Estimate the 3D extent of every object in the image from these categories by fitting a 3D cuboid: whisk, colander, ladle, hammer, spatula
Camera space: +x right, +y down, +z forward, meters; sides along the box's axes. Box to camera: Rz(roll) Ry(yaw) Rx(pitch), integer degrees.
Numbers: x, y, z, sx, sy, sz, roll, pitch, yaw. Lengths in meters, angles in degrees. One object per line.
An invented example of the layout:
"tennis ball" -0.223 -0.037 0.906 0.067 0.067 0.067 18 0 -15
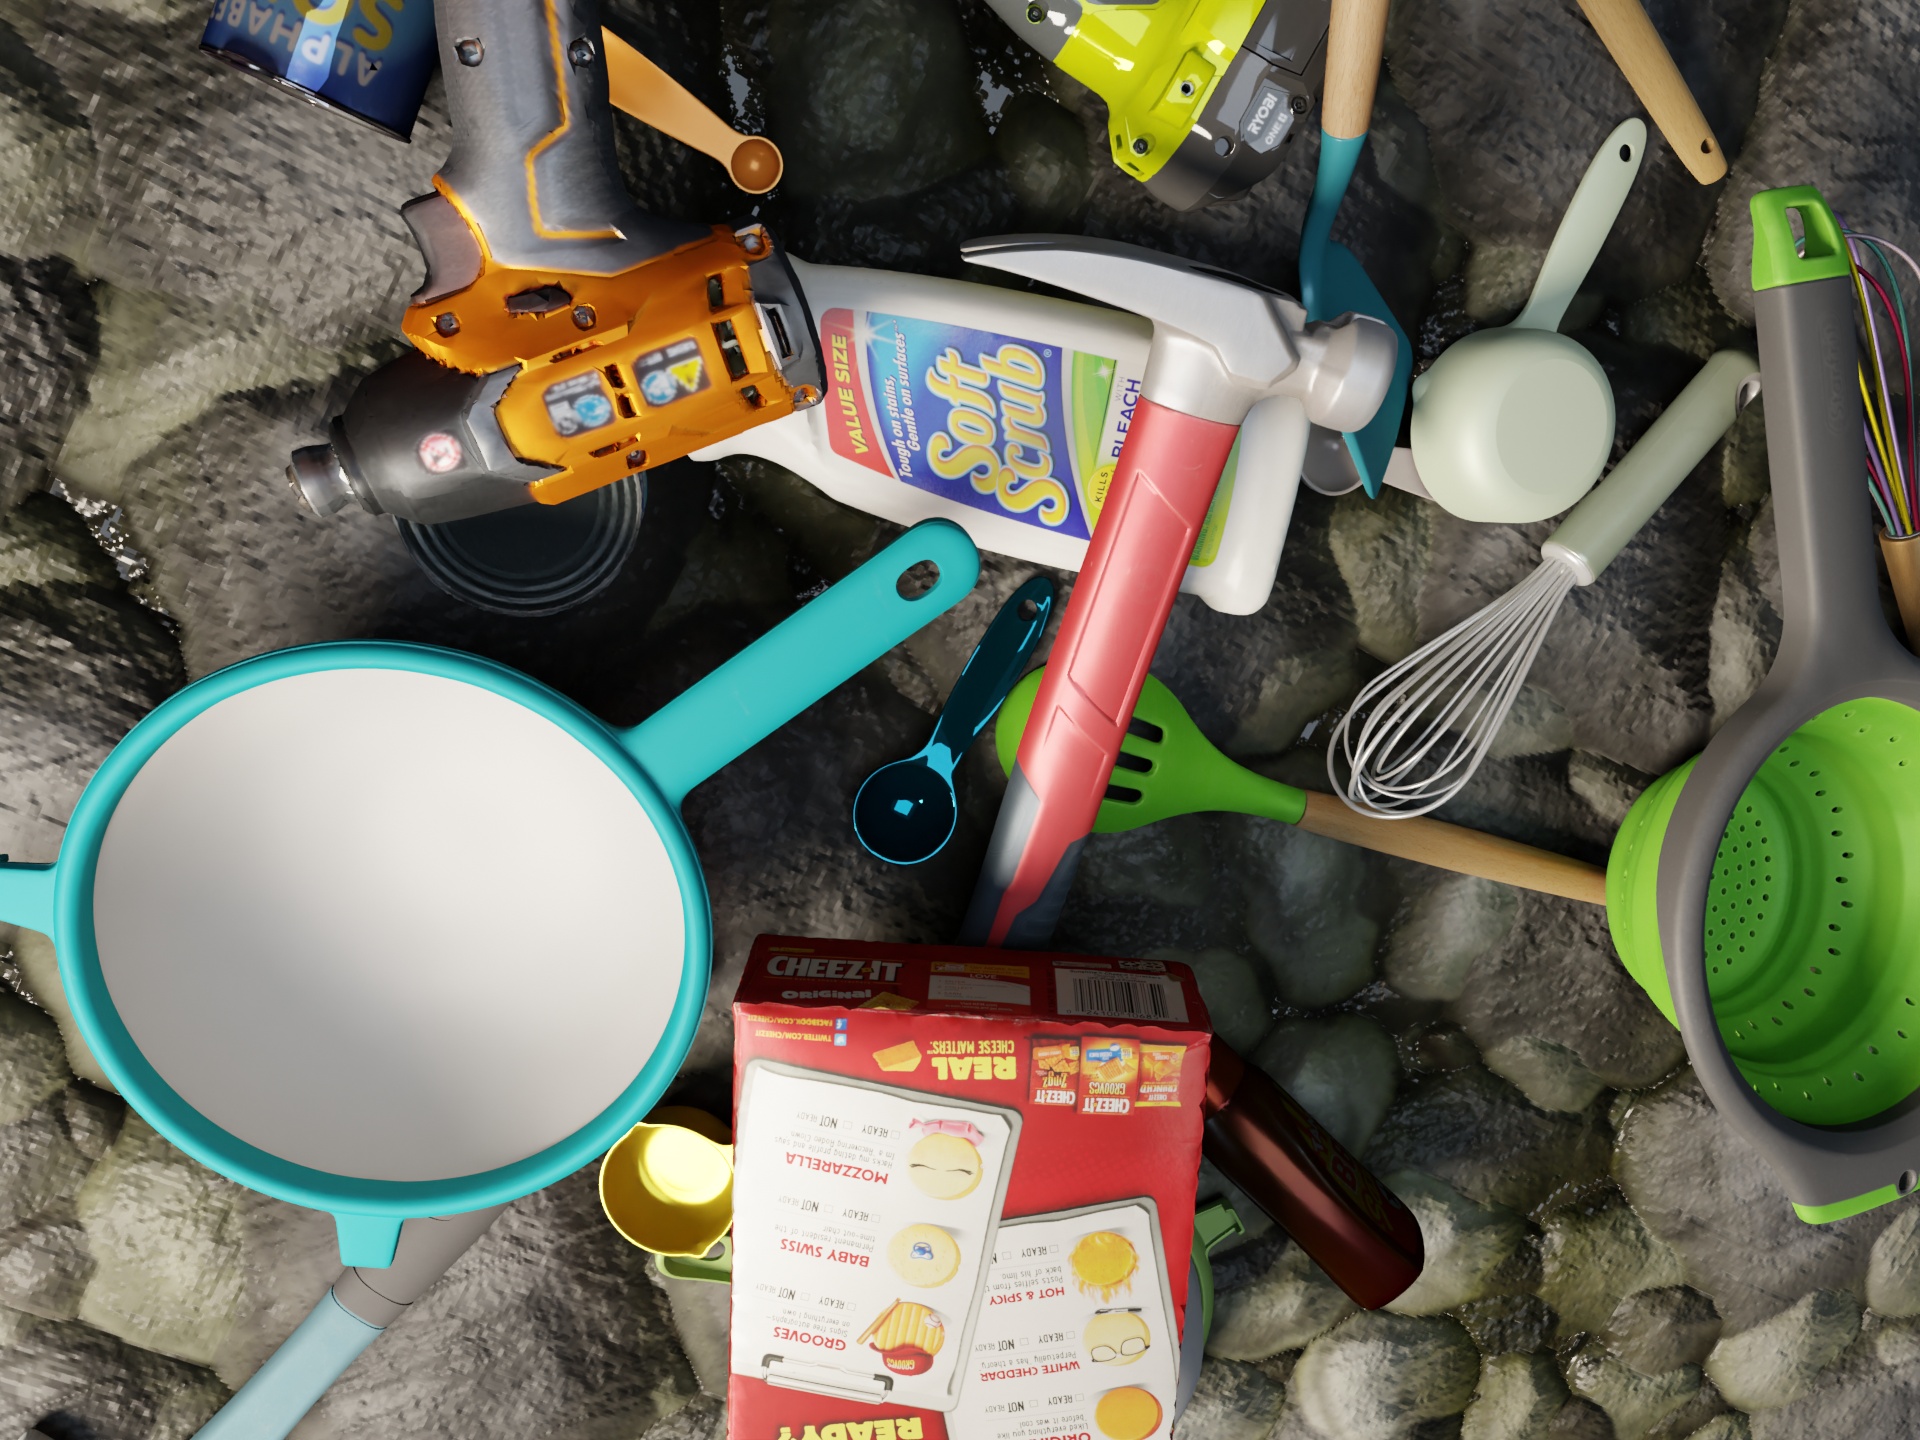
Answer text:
"whisk" 0.388 -0.097 0.660 0.051 0.047 0.244 -30 111 -3
"colander" 0.326 -0.006 0.647 0.204 0.094 0.397 -13 98 -20
"whisk" 0.237 -0.057 0.638 0.246 0.059 0.057 -48 140 -3
"ladle" 0.195 -0.321 0.574 0.069 0.031 0.315 -43 109 2
"hammer" -0.231 0.223 0.636 0.128 0.033 0.331 41 94 -17
"spatula" 0.133 -0.206 0.490 0.044 0.082 0.317 13 147 16
"hammer" 0.020 0.023 0.584 0.143 0.038 0.386 14 115 -7

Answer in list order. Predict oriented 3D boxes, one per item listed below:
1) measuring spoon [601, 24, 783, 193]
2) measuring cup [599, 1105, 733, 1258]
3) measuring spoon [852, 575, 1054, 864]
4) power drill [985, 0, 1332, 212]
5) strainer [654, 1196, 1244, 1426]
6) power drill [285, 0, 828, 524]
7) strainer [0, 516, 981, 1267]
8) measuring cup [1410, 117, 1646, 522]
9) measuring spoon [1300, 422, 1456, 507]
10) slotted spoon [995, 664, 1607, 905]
"measuring spoon" -0.113 -0.221 0.554 0.117 0.011 0.021 31 98 -13
"measuring cup" -0.069 0.164 0.633 0.156 0.029 0.062 -23 98 7
"measuring spoon" -0.001 -0.002 0.631 0.042 0.021 0.128 32 88 -16
"power drill" 0.032 -0.288 0.527 0.223 0.080 0.171 27 99 -13
"strainer" -0.003 0.258 0.668 0.256 0.069 0.151 17 101 -16
"power drill" -0.149 -0.170 0.456 0.164 0.084 0.226 -23 114 -9
"strainer" -0.141 0.026 0.561 0.340 0.095 0.211 -35 109 4
"measuring cup" 0.235 -0.155 0.613 0.083 0.038 0.167 22 95 -22
"measuring spoon" 0.185 -0.099 0.640 0.124 0.018 0.034 10 97 -20
"slotted spoon" 0.164 0.040 0.664 0.313 0.031 0.070 15 99 -15
